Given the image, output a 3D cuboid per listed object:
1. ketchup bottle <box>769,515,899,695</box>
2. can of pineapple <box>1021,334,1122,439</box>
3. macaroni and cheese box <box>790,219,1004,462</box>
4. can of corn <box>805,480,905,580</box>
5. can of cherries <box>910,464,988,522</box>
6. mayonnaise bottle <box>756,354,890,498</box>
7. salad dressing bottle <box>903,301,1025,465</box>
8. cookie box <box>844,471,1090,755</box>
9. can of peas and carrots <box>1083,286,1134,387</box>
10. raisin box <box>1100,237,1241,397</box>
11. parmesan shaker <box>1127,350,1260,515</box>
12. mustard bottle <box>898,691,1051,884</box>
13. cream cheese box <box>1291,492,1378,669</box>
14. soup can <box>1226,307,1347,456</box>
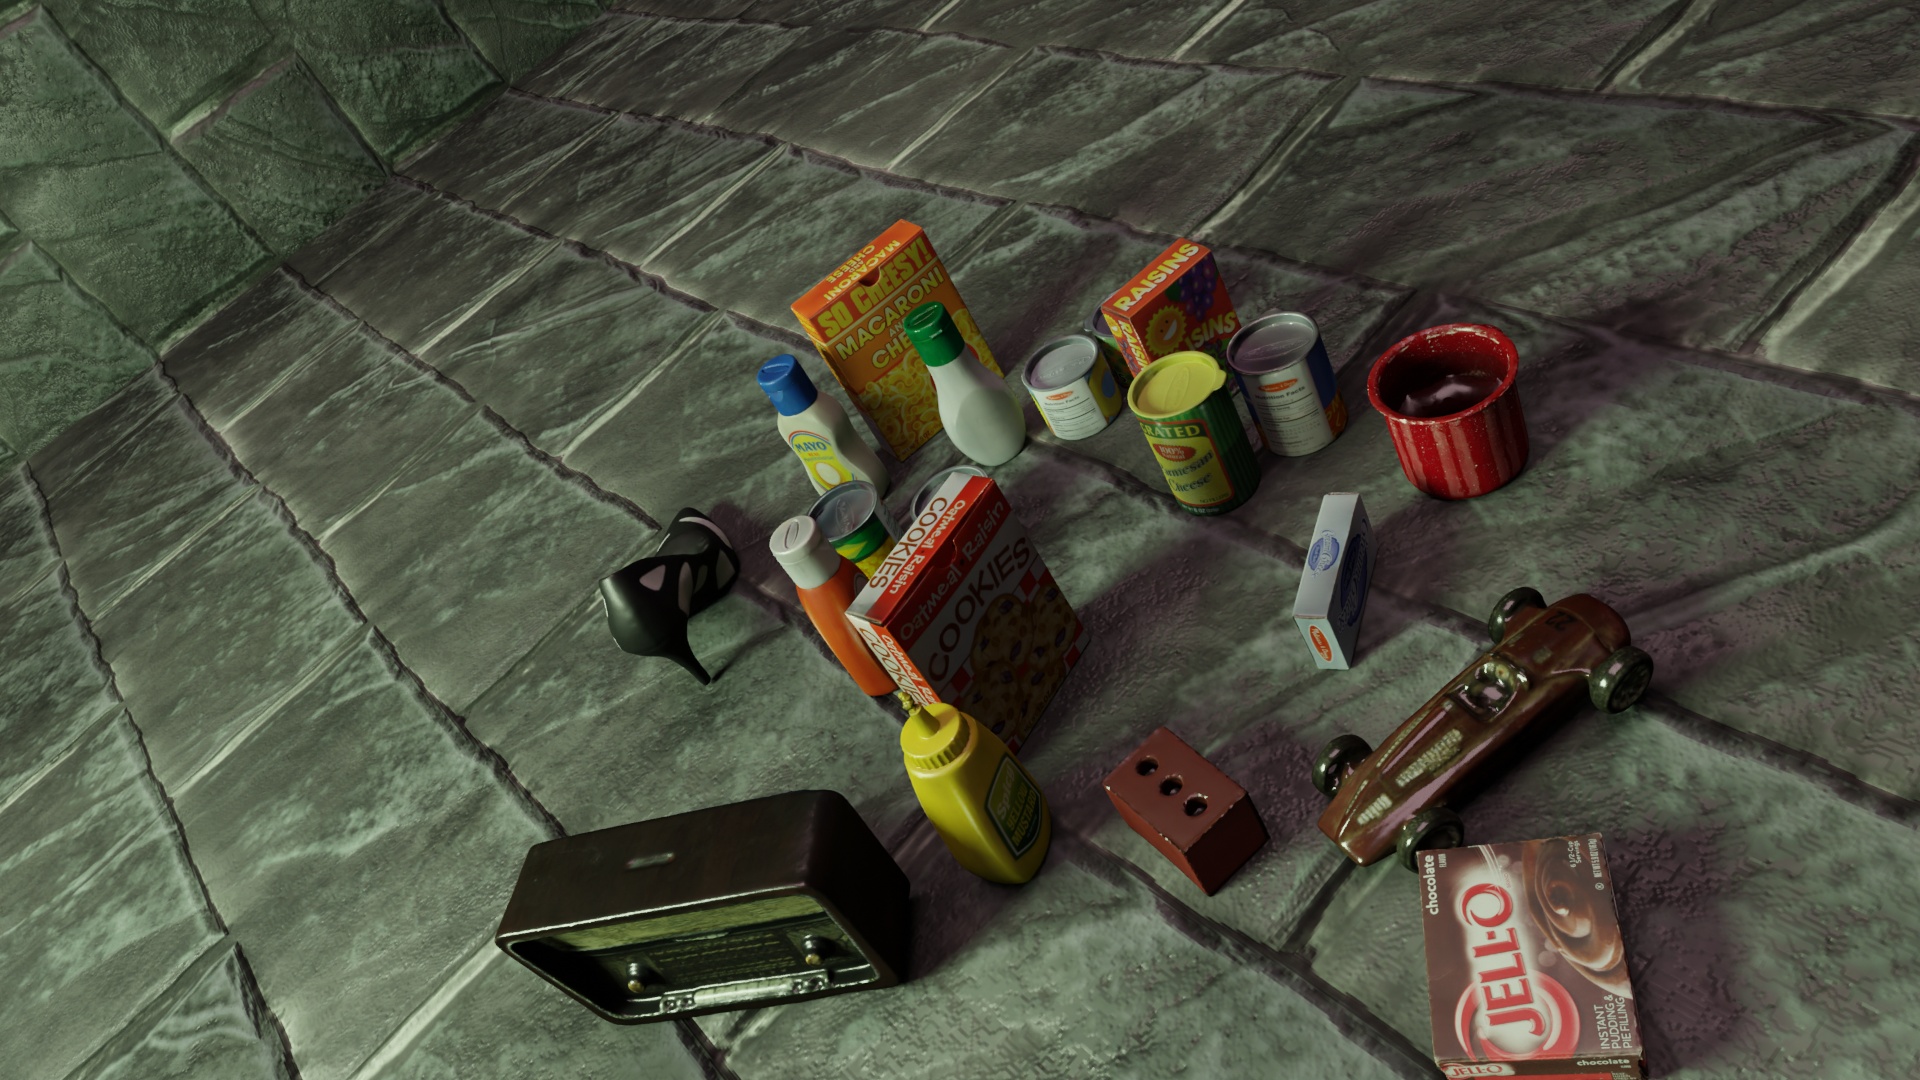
[{"bbox_3d":[-0.085,0.044,0.991,0.043,0.148,0.065,-16,41,20],"label":"ketchup bottle"},{"bbox_3d":[0.091,-0.125,1.126,0.071,0.057,0.071,-19,41,17],"label":"can of pineapple"},{"bbox_3d":[-0.049,-0.168,1.178,0.124,0.166,0.040,-41,39,-10],"label":"macaroni and cheese box"},{"bbox_3d":[-0.086,-0.004,1.115,0.071,0.058,0.071,-19,41,17],"label":"can of corn"},{"bbox_3d":[0.004,-0.013,1.065,0.071,0.058,0.072,-19,41,17],"label":"can of cherries"},{"bbox_3d":[-0.117,-0.089,1.155,0.064,0.147,0.041,-3,47,32],"label":"mayonnaise bottle"},{"bbox_3d":[0.003,-0.125,1.113,0.064,0.147,0.044,-34,38,-2],"label":"salad dressing bottle"},{"bbox_3d":[0.011,0.056,0.899,0.040,0.166,0.123,12,56,42],"label":"cookie box"},{"bbox_3d":[0.144,-0.165,1.133,0.071,0.058,0.071,-19,41,17],"label":"can of peas and carrots"},{"bbox_3d":[0.168,-0.152,1.051,0.086,0.123,0.040,-40,39,-10],"label":"raisin box"},{"bbox_3d":[0.170,-0.074,0.983,0.071,0.102,0.072,-19,41,17],"label":"parmesan shaker"},{"bbox_3d":[0.003,0.141,0.820,0.049,0.159,0.065,-3,47,32],"label":"mustard bottle"},{"bbox_3d":[0.236,0.025,0.872,0.024,0.053,0.104,-2,48,33],"label":"cream cheese box"},{"bbox_3d":[0.235,-0.114,0.996,0.071,0.083,0.072,-19,41,17],"label":"soup can"}]
